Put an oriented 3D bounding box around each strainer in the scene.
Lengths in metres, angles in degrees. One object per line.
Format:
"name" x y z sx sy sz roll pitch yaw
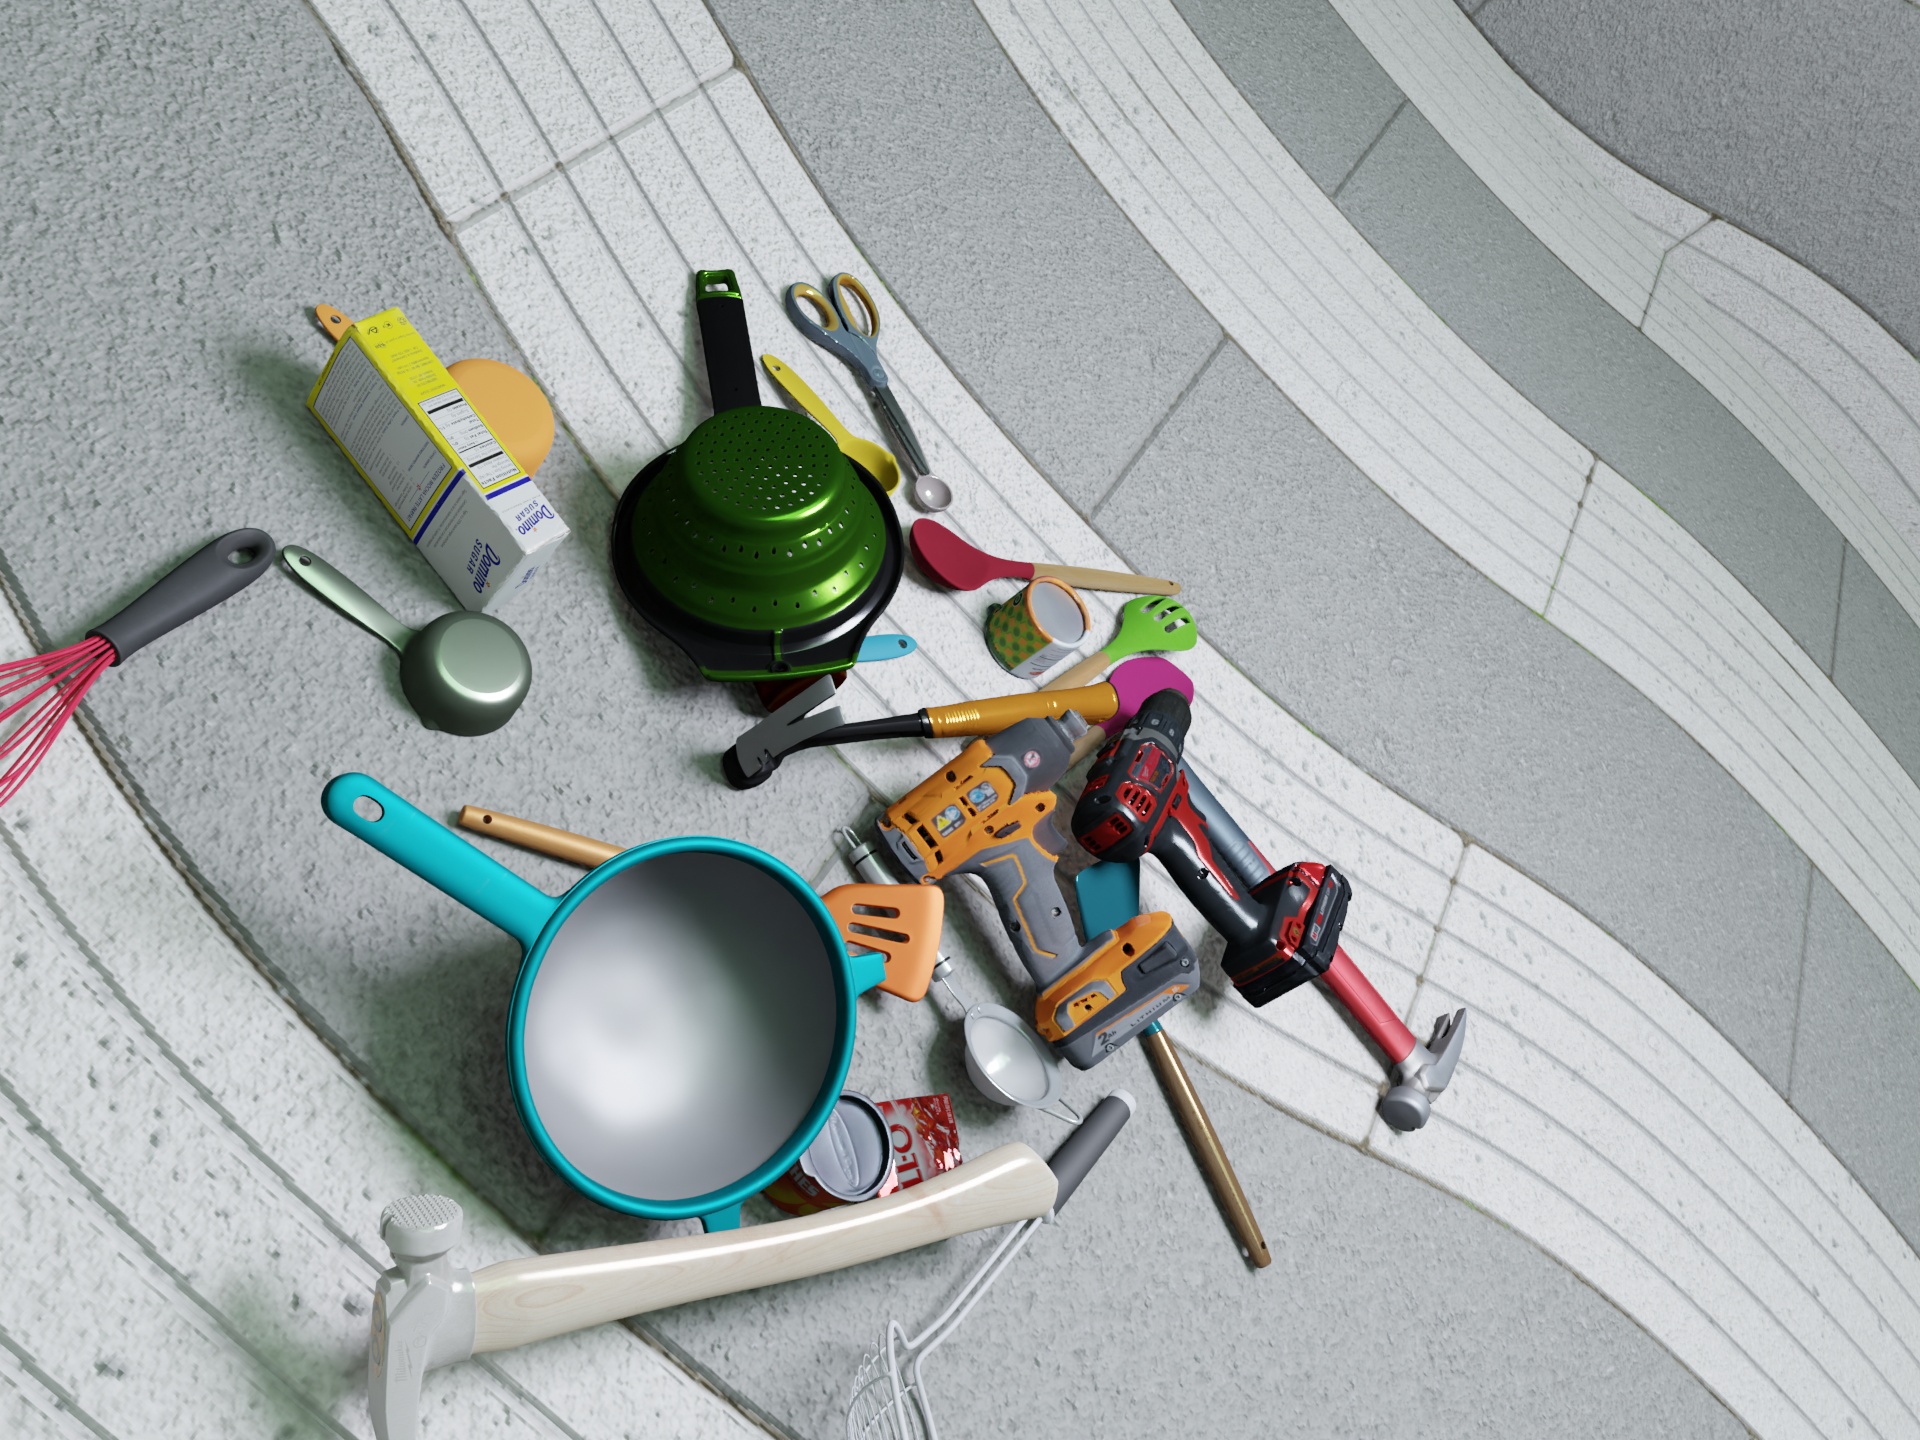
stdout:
"strainer" -0.009 0.179 1.095 0.258 0.050 0.087 55 25 9
"strainer" -0.216 0.134 0.889 0.340 0.095 0.211 40 66 -25

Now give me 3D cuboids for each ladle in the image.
"ladle" 0.077 -0.126 1.349 0.315 0.031 0.069 3 55 -40

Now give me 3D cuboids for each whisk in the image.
"whisk" -0.466 -0.027 0.838 0.073 0.073 0.296 44 40 -10

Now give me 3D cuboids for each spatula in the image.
"spatula" 0.163 0.254 1.185 0.082 0.044 0.317 -14 76 -48
"spatula" -0.159 0.105 1.015 0.322 0.041 0.081 21 71 -27

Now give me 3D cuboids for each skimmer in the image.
"skimmer" 0.044 0.353 1.001 0.363 0.090 0.127 -38 119 -47

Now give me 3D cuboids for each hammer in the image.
"hammer" 0.287 0.158 1.346 0.386 0.038 0.143 50 44 -4
"hammer" -0.114 0.304 0.879 0.410 0.038 0.146 0 99 -36
"hammer" -0.002 -0.004 1.147 0.336 0.127 0.034 -7 72 -42

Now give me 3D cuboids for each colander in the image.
"colander" -0.152 -0.213 1.129 0.204 0.094 0.398 -6 56 -12

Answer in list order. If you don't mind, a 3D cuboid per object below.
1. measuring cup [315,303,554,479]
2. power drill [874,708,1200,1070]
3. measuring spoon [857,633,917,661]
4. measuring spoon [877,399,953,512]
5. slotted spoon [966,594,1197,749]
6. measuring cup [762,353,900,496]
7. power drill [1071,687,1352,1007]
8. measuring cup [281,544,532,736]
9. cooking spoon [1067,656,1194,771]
"measuring cup" -0.345 -0.224 1.046 0.173 0.052 0.095 42 47 -15
"power drill" 0.069 0.111 1.117 0.226 0.164 0.084 52 3 -4
"measuring spoon" -0.079 -0.056 1.184 0.128 0.021 0.042 -9 71 -39
"measuring spoon" -0.043 -0.221 1.320 0.034 0.018 0.124 -12 67 -35
"slotted spoon" 0.106 -0.039 1.319 0.070 0.031 0.314 41 45 17
"measuring cup" -0.110 -0.229 1.266 0.156 0.029 0.062 48 44 11
"power drill" 0.196 0.089 1.235 0.226 0.080 0.188 43 40 -7
"measuring cup" -0.335 -0.059 0.968 0.167 0.038 0.083 39 47 -17
"cooking spoon" 0.097 0.021 1.284 0.069 0.017 0.319 41 44 14
